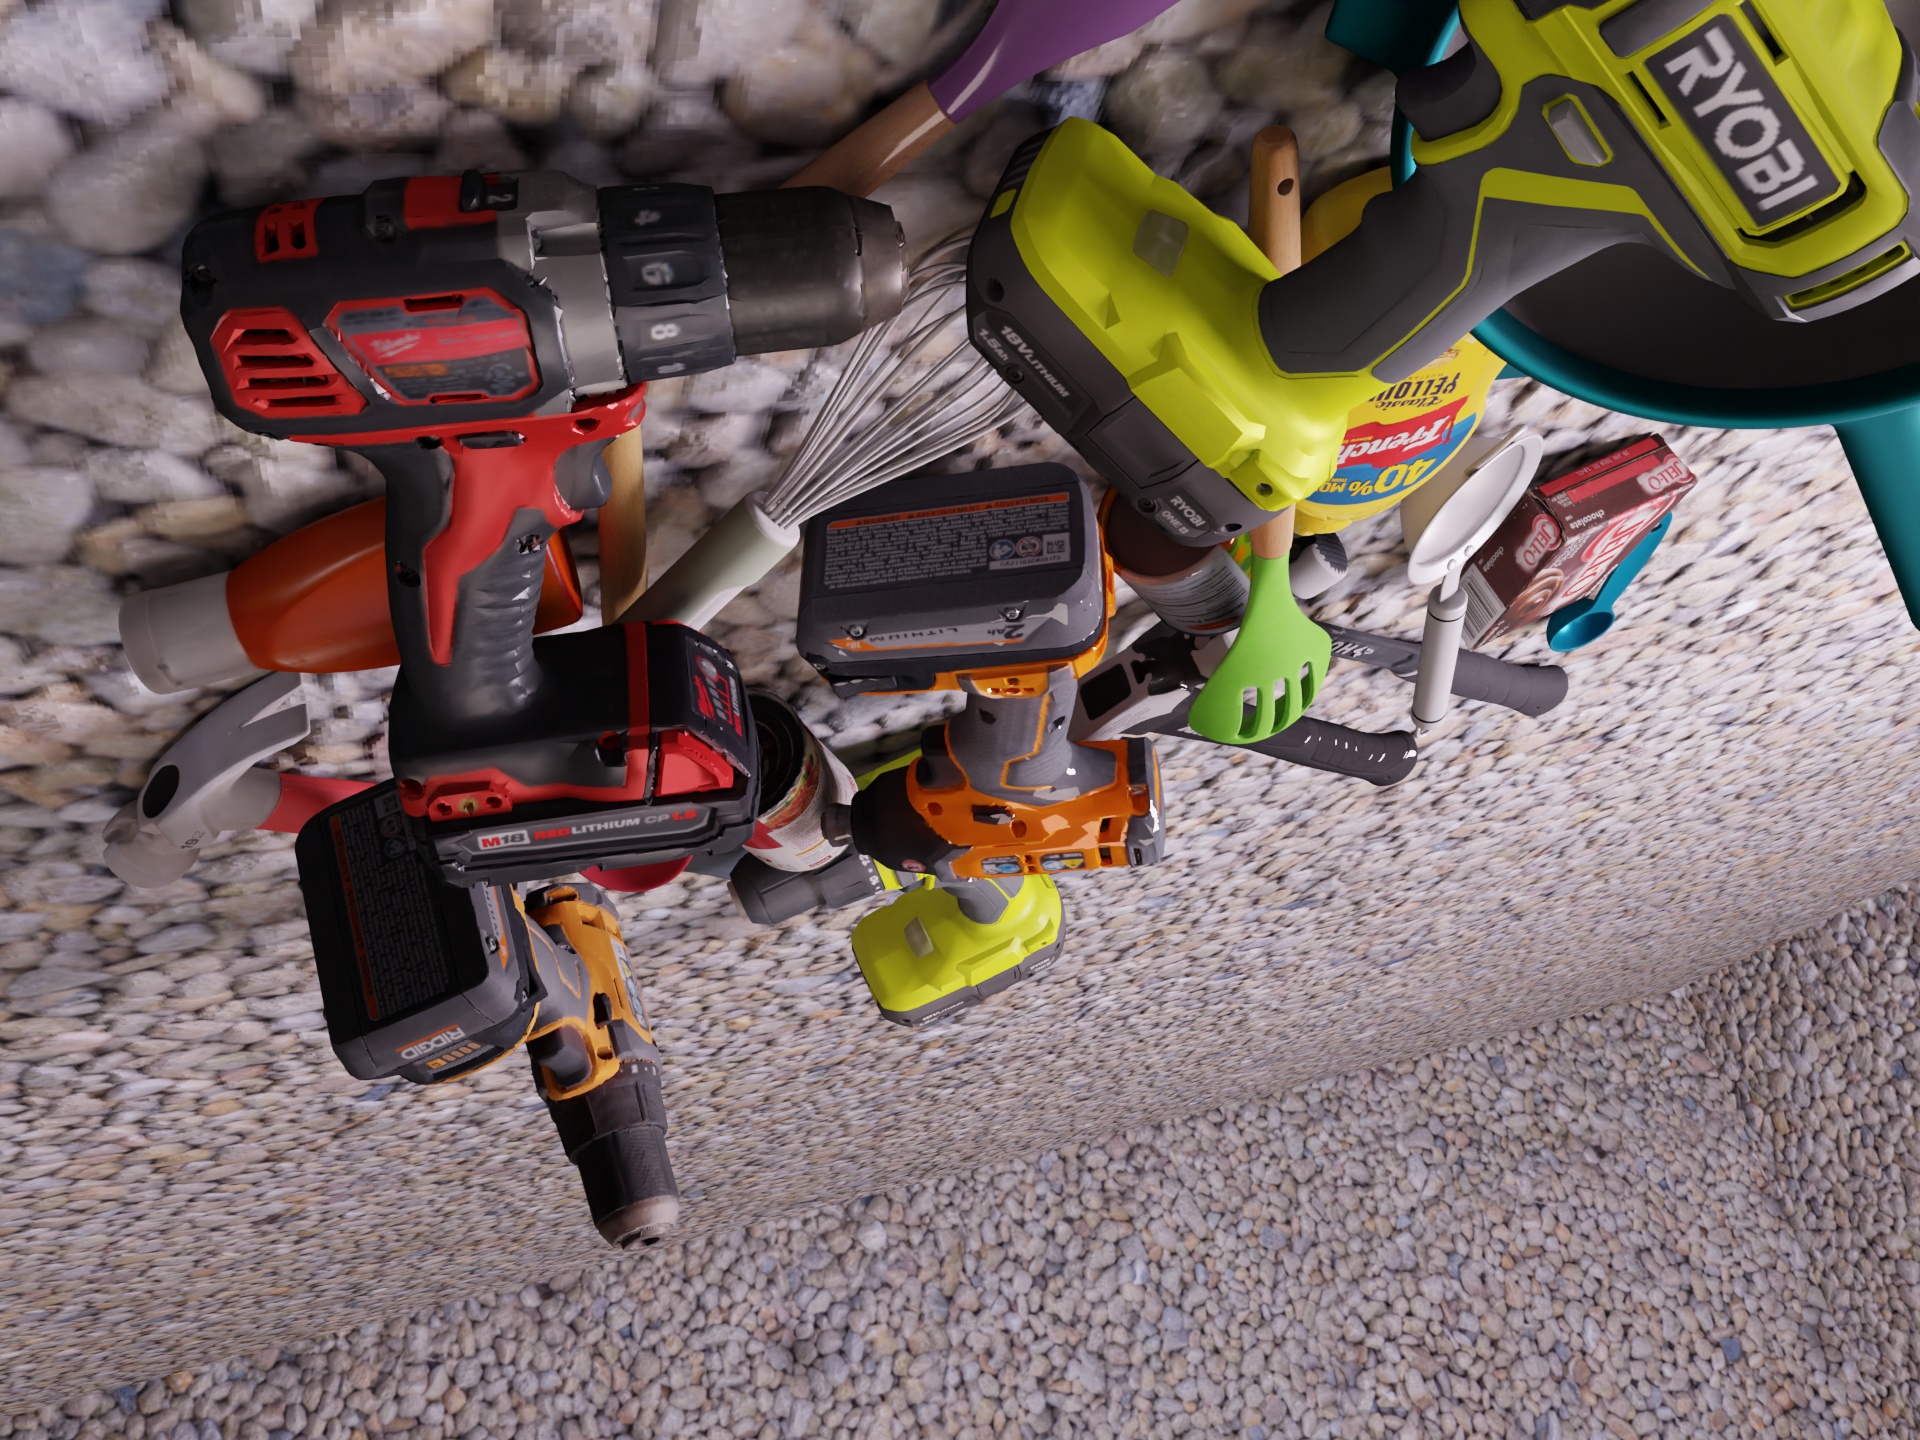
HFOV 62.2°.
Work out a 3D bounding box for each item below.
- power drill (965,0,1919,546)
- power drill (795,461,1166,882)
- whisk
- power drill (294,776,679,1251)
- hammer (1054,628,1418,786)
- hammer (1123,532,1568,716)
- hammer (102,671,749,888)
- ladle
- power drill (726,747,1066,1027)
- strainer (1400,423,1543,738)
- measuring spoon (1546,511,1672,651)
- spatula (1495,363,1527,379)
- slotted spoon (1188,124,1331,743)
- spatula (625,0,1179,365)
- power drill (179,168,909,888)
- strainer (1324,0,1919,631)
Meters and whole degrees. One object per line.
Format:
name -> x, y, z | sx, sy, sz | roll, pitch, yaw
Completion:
power drill -> 0.113, -0.146, 0.421 | 0.171, 0.080, 0.223 | 40, 141, -24
power drill -> -0.001, -0.002, 0.690 | 0.164, 0.084, 0.226 | -6, 144, 9
whisk -> -0.060, -0.075, 0.556 | 0.246, 0.059, 0.058 | -38, 180, 26
power drill -> -0.197, 0.139, 0.722 | 0.084, 0.186, 0.226 | -24, 153, 1
hammer -> 0.167, 0.009, 0.886 | 0.146, 0.035, 0.334 | -30, 156, 31
hammer -> 0.253, -0.034, 0.935 | 0.408, 0.036, 0.149 | 8, 148, -46
hammer -> -0.200, 0.049, 0.797 | 0.143, 0.038, 0.386 | -33, 153, 30
ladle -> -0.138, -0.020, 0.649 | 0.069, 0.031, 0.315 | 10, 144, -4
power drill -> -0.025, 0.097, 0.933 | 0.190, 0.080, 0.228 | -25, 149, -6
strainer -> 0.241, -0.065, 0.792 | 0.087, 0.050, 0.258 | -36, 147, -15
measuring spoon -> 0.382, -0.087, 0.940 | 0.042, 0.021, 0.128 | -10, 147, -16
spatula -> 0.329, -0.201, 0.622 | 0.317, 0.044, 0.082 | -24, 157, 4
slotted spoon -> 0.116, -0.083, 0.601 | 0.070, 0.031, 0.313 | -24, 143, -8
spatula -> -0.027, -0.163, 0.456 | 0.316, 0.018, 0.059 | -30, 158, 24
power drill -> -0.107, -0.058, 0.486 | 0.188, 0.080, 0.226 | -8, 134, -7
strainer -> 0.273, -0.153, 0.489 | 0.211, 0.095, 0.340 | -10, 141, 39
